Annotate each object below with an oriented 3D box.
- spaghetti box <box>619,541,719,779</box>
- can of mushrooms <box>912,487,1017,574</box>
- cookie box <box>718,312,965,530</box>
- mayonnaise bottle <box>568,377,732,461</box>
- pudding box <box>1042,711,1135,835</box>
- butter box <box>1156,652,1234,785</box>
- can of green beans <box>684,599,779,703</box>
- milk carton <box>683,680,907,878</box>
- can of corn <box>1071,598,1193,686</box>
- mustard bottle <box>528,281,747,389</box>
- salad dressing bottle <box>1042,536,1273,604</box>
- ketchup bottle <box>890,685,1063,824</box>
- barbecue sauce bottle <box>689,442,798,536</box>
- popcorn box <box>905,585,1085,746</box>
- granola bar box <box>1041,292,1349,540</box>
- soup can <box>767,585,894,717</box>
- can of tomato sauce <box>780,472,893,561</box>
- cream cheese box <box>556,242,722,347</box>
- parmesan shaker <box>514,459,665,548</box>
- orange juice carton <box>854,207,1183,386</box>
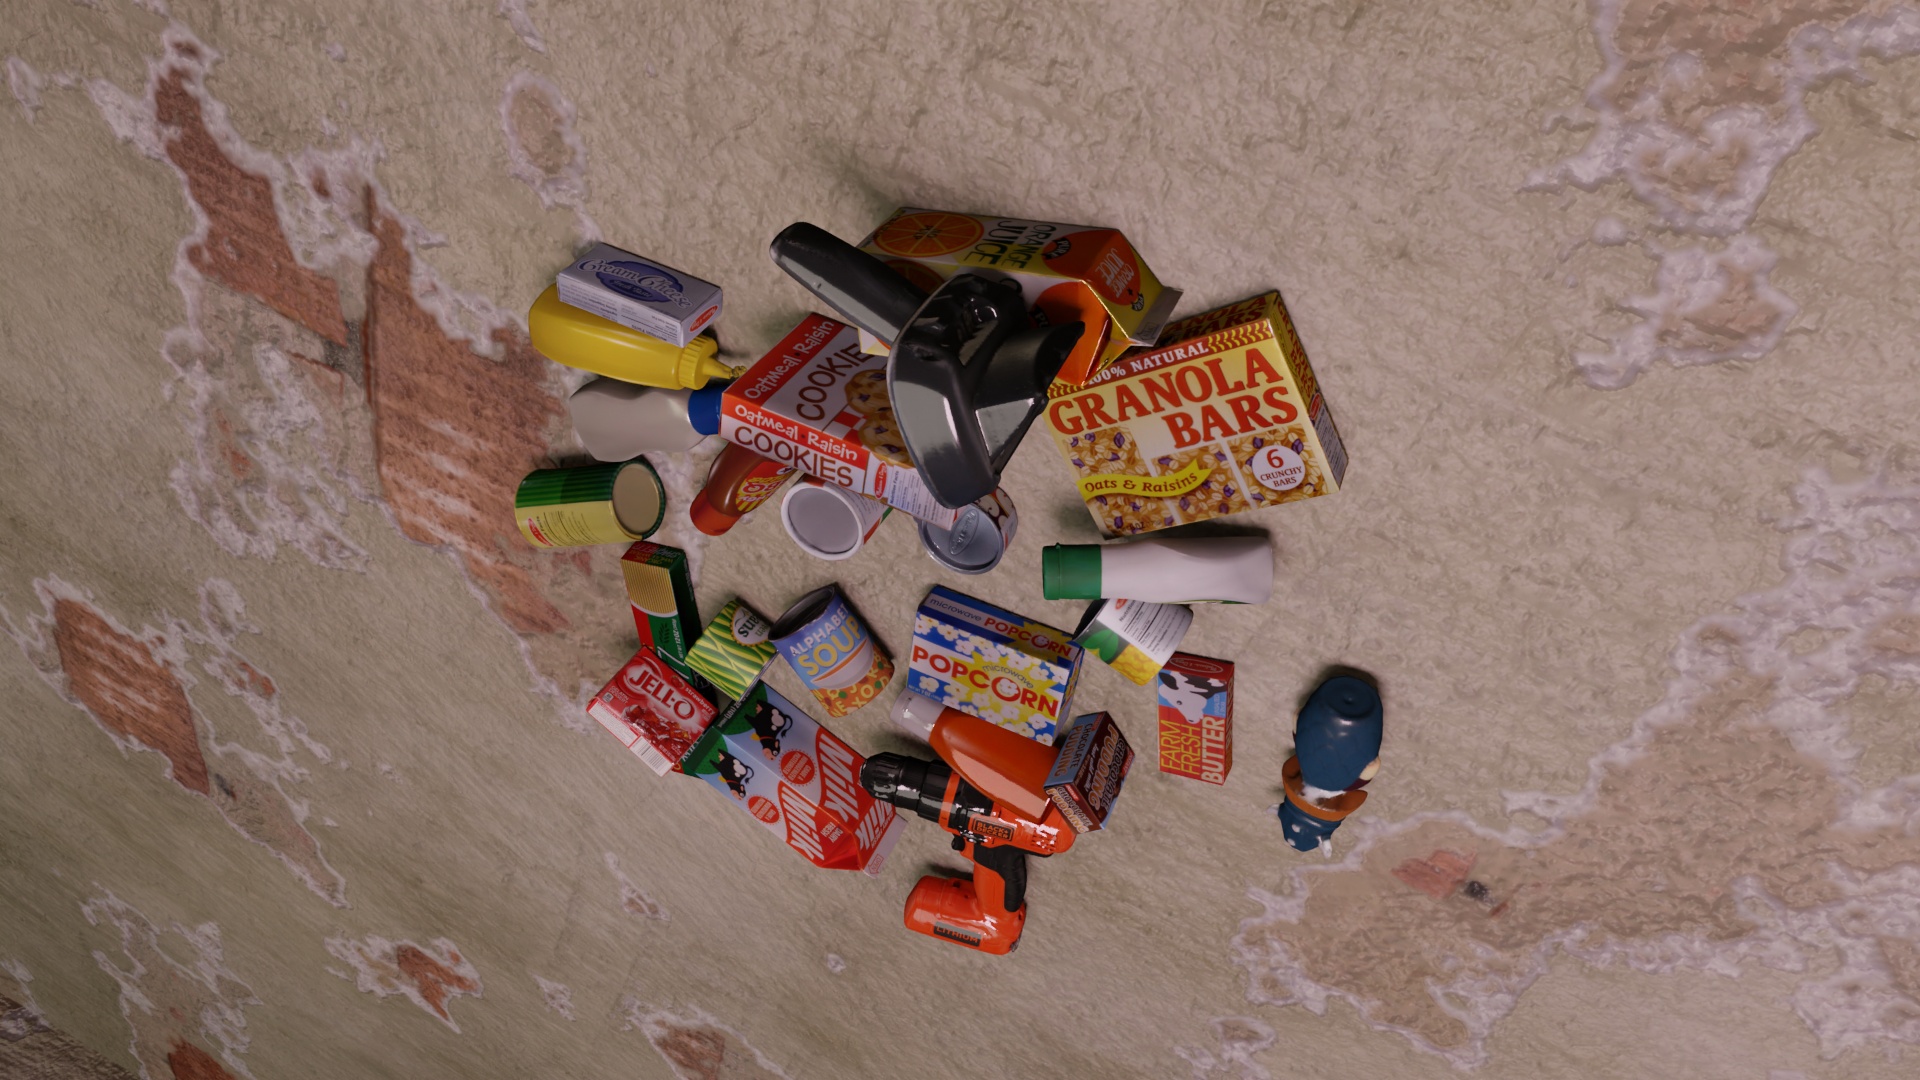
[{"bbox_3d":[-0.248,0.113,1.221,0.050,0.029,0.248,11,127,21],"label":"spaghetti box"},{"bbox_3d":[0.004,-0.012,0.996,0.071,0.034,0.070,14,129,18],"label":"can of mushrooms"},{"bbox_3d":[-0.056,-0.082,0.915,0.167,0.123,0.040,22,130,11],"label":"cookie box"},{"bbox_3d":[-0.223,-0.095,1.049,0.148,0.041,0.064,-2,122,27],"label":"mayonnaise bottle"},{"bbox_3d":[0.098,0.176,1.050,0.030,0.084,0.049,-19,113,36],"label":"pudding box"},{"bbox_3d":[0.172,0.131,1.019,0.053,0.024,0.103,9,127,22],"label":"butter box"},{"bbox_3d":[-0.186,0.091,1.148,0.058,0.071,0.071,38,132,-1],"label":"can of green beans"},{"bbox_3d":[-0.135,0.212,1.206,0.190,0.073,0.073,37,132,-2],"label":"milk carton"},{"bbox_3d":[0.119,0.060,0.968,0.058,0.071,0.070,35,132,0],"label":"can of corn"},{"bbox_3d":[-0.229,-0.141,1.004,0.160,0.066,0.048,19,134,9],"label":"mustard bottle"},{"bbox_3d":[0.128,0.020,0.912,0.148,0.064,0.044,0,100,1],"label":"salad dressing bottle"},{"bbox_3d":[0.015,0.163,1.103,0.149,0.065,0.043,28,175,14],"label":"ketchup bottle"},{"bbox_3d":[-0.159,-0.049,1.037,0.148,0.065,0.044,-38,73,49],"label":"barbecue sauce bottle"},{"bbox_3d":[0.025,0.095,1.060,0.127,0.038,0.084,20,130,13],"label":"popcorn box"},{"bbox_3d":[0.143,-0.074,0.874,0.165,0.039,0.124,-13,117,34],"label":"granola bar box"},{"bbox_3d":[-0.101,0.089,1.100,0.071,0.072,0.083,-23,111,37],"label":"soup can"},{"bbox_3d":[-0.081,-0.033,0.991,0.071,0.083,0.070,14,128,18],"label":"can of tomato sauce"},{"bbox_3d":[-0.227,-0.174,0.984,0.104,0.054,0.024,22,132,12],"label":"cream cheese box"},{"bbox_3d":[-0.296,-0.028,1.120,0.103,0.072,0.071,-4,121,29],"label":"parmesan shaker"},{"bbox_3d":[0.035,-0.149,0.853,0.193,0.072,0.072,11,128,20],"label":"orange juice carton"}]
